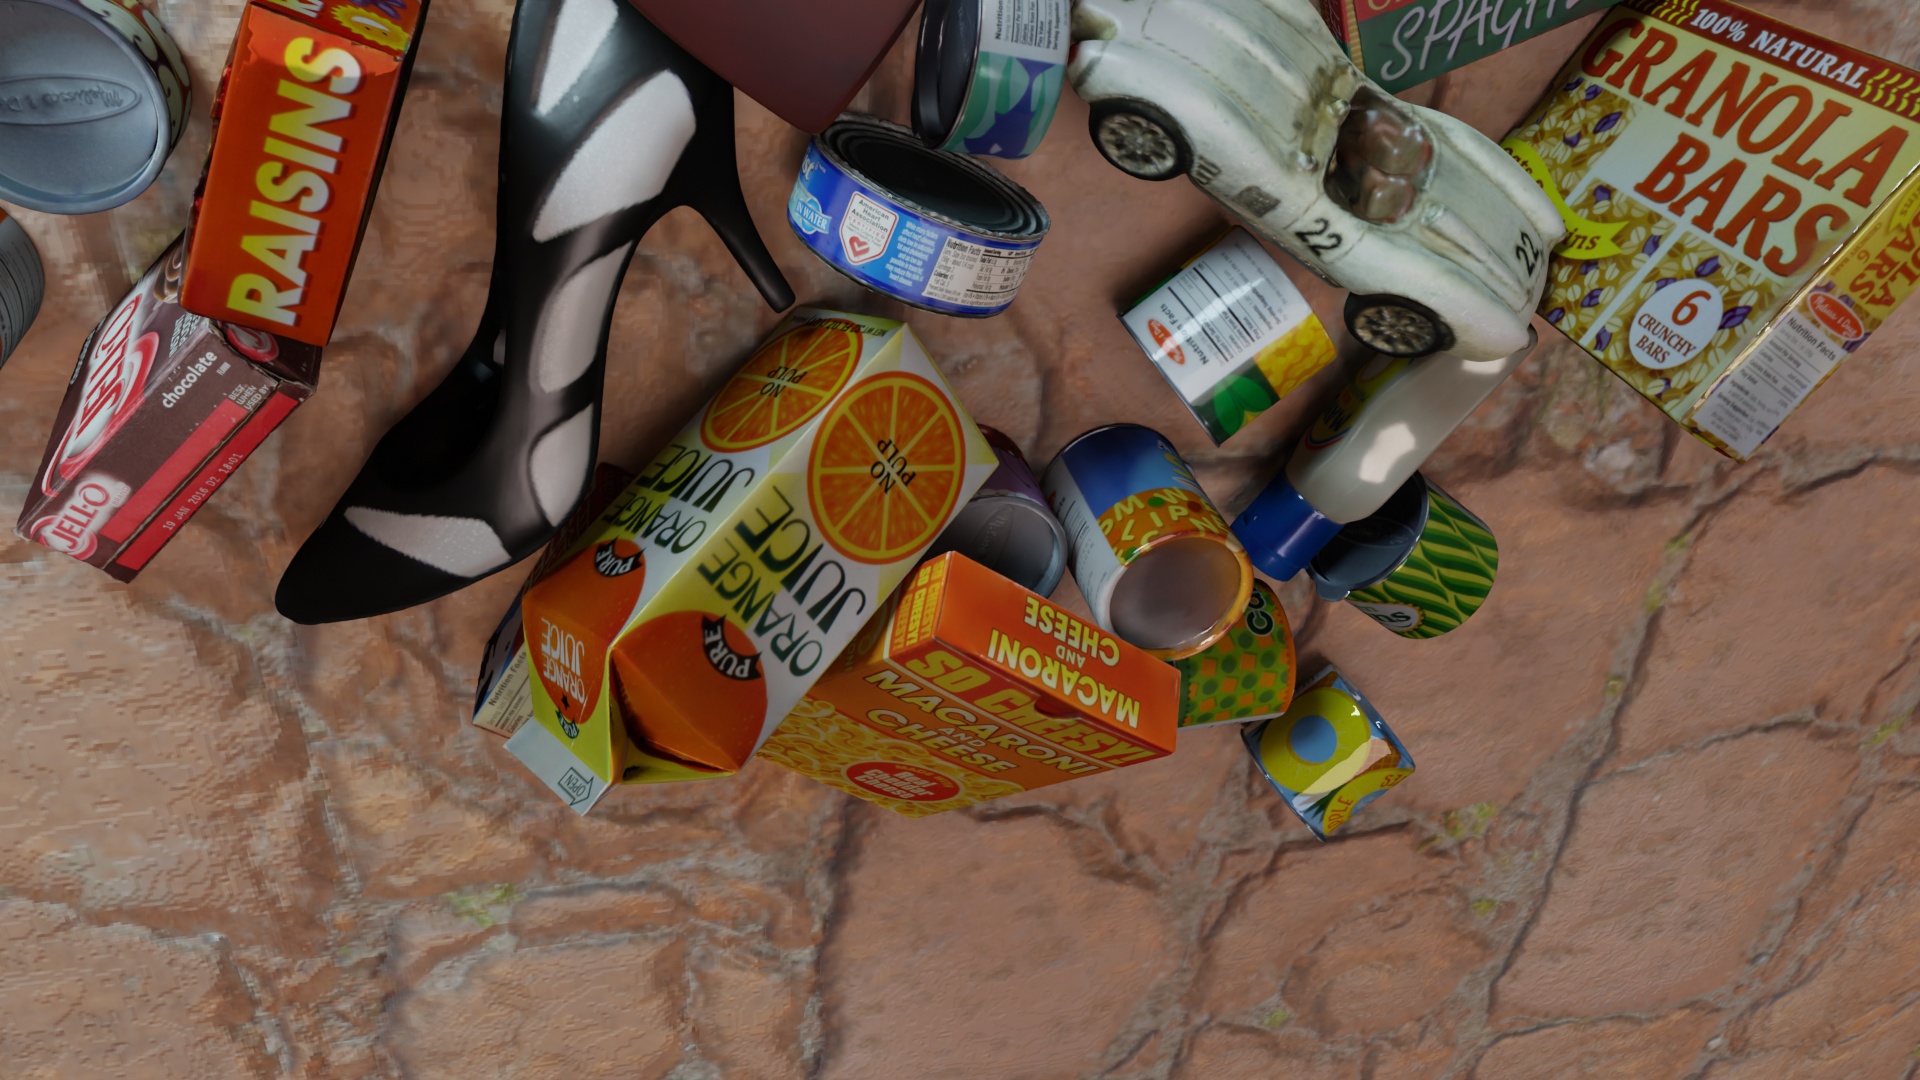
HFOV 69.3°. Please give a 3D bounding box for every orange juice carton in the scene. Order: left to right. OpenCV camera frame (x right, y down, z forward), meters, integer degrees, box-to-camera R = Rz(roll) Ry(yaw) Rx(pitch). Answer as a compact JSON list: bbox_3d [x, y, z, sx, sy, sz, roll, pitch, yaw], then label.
[{"bbox_3d":[-0.081,0.010,0.491,0.193,0.072,0.072,-50,128,-19],"label":"orange juice carton"}]

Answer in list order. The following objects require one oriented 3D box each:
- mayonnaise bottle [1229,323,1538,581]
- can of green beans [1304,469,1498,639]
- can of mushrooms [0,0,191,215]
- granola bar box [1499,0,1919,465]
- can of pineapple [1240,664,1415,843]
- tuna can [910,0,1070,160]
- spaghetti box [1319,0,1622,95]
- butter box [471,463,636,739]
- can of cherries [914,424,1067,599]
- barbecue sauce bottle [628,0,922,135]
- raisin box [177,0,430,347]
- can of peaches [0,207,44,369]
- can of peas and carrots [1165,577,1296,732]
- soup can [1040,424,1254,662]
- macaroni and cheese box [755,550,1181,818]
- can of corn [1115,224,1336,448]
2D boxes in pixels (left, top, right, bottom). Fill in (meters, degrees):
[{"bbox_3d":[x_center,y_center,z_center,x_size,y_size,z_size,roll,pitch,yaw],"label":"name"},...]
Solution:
[{"bbox_3d":[0.175,-0.046,0.589,0.041,0.065,0.147,35,114,-10],"label":"mayonnaise bottle"},{"bbox_3d":[0.197,0.004,0.625,0.058,0.071,0.071,30,111,-31],"label":"can of green beans"},{"bbox_3d":[-0.270,-0.136,0.414,0.071,0.033,0.070,-7,125,-10],"label":"can of mushrooms"},{"bbox_3d":[0.259,-0.122,0.495,0.039,0.166,0.123,25,114,-28],"label":"granola bar box"},{"bbox_3d":[0.183,0.105,0.688,0.058,0.071,0.071,-40,125,13],"label":"can of pineapple"},{"bbox_3d":[0.009,-0.159,0.460,0.033,0.071,0.070,3,123,-19],"label":"tuna can"},{"bbox_3d":[0.249,-0.229,0.503,0.250,0.029,0.050,-22,127,0],"label":"spaghetti box"},{"bbox_3d":[-0.156,0.025,0.545,0.024,0.053,0.103,27,112,-26],"label":"butter box"},{"bbox_3d":[0.002,-0.007,0.566,0.071,0.058,0.071,-8,126,-10],"label":"can of cherries"},{"bbox_3d":[-0.084,-0.182,0.389,0.148,0.044,0.064,32,120,-22],"label":"barbecue sauce bottle"},{"bbox_3d":[-0.181,-0.122,0.393,0.040,0.124,0.085,16,118,-25],"label":"raisin box"},{"bbox_3d":[-0.329,-0.074,0.425,0.071,0.058,0.071,-7,126,-10],"label":"can of peaches"},{"bbox_3d":[0.112,0.050,0.632,0.059,0.071,0.070,-7,125,-12],"label":"can of peas and carrots"},{"bbox_3d":[0.078,0.000,0.576,0.071,0.084,0.071,-8,125,-11],"label":"soup can"},{"bbox_3d":[-0.012,0.067,0.571,0.123,0.040,0.166,28,146,-31],"label":"macaroni and cheese box"},{"bbox_3d":[0.104,-0.079,0.543,0.058,0.071,0.071,-37,125,10],"label":"can of corn"}]
